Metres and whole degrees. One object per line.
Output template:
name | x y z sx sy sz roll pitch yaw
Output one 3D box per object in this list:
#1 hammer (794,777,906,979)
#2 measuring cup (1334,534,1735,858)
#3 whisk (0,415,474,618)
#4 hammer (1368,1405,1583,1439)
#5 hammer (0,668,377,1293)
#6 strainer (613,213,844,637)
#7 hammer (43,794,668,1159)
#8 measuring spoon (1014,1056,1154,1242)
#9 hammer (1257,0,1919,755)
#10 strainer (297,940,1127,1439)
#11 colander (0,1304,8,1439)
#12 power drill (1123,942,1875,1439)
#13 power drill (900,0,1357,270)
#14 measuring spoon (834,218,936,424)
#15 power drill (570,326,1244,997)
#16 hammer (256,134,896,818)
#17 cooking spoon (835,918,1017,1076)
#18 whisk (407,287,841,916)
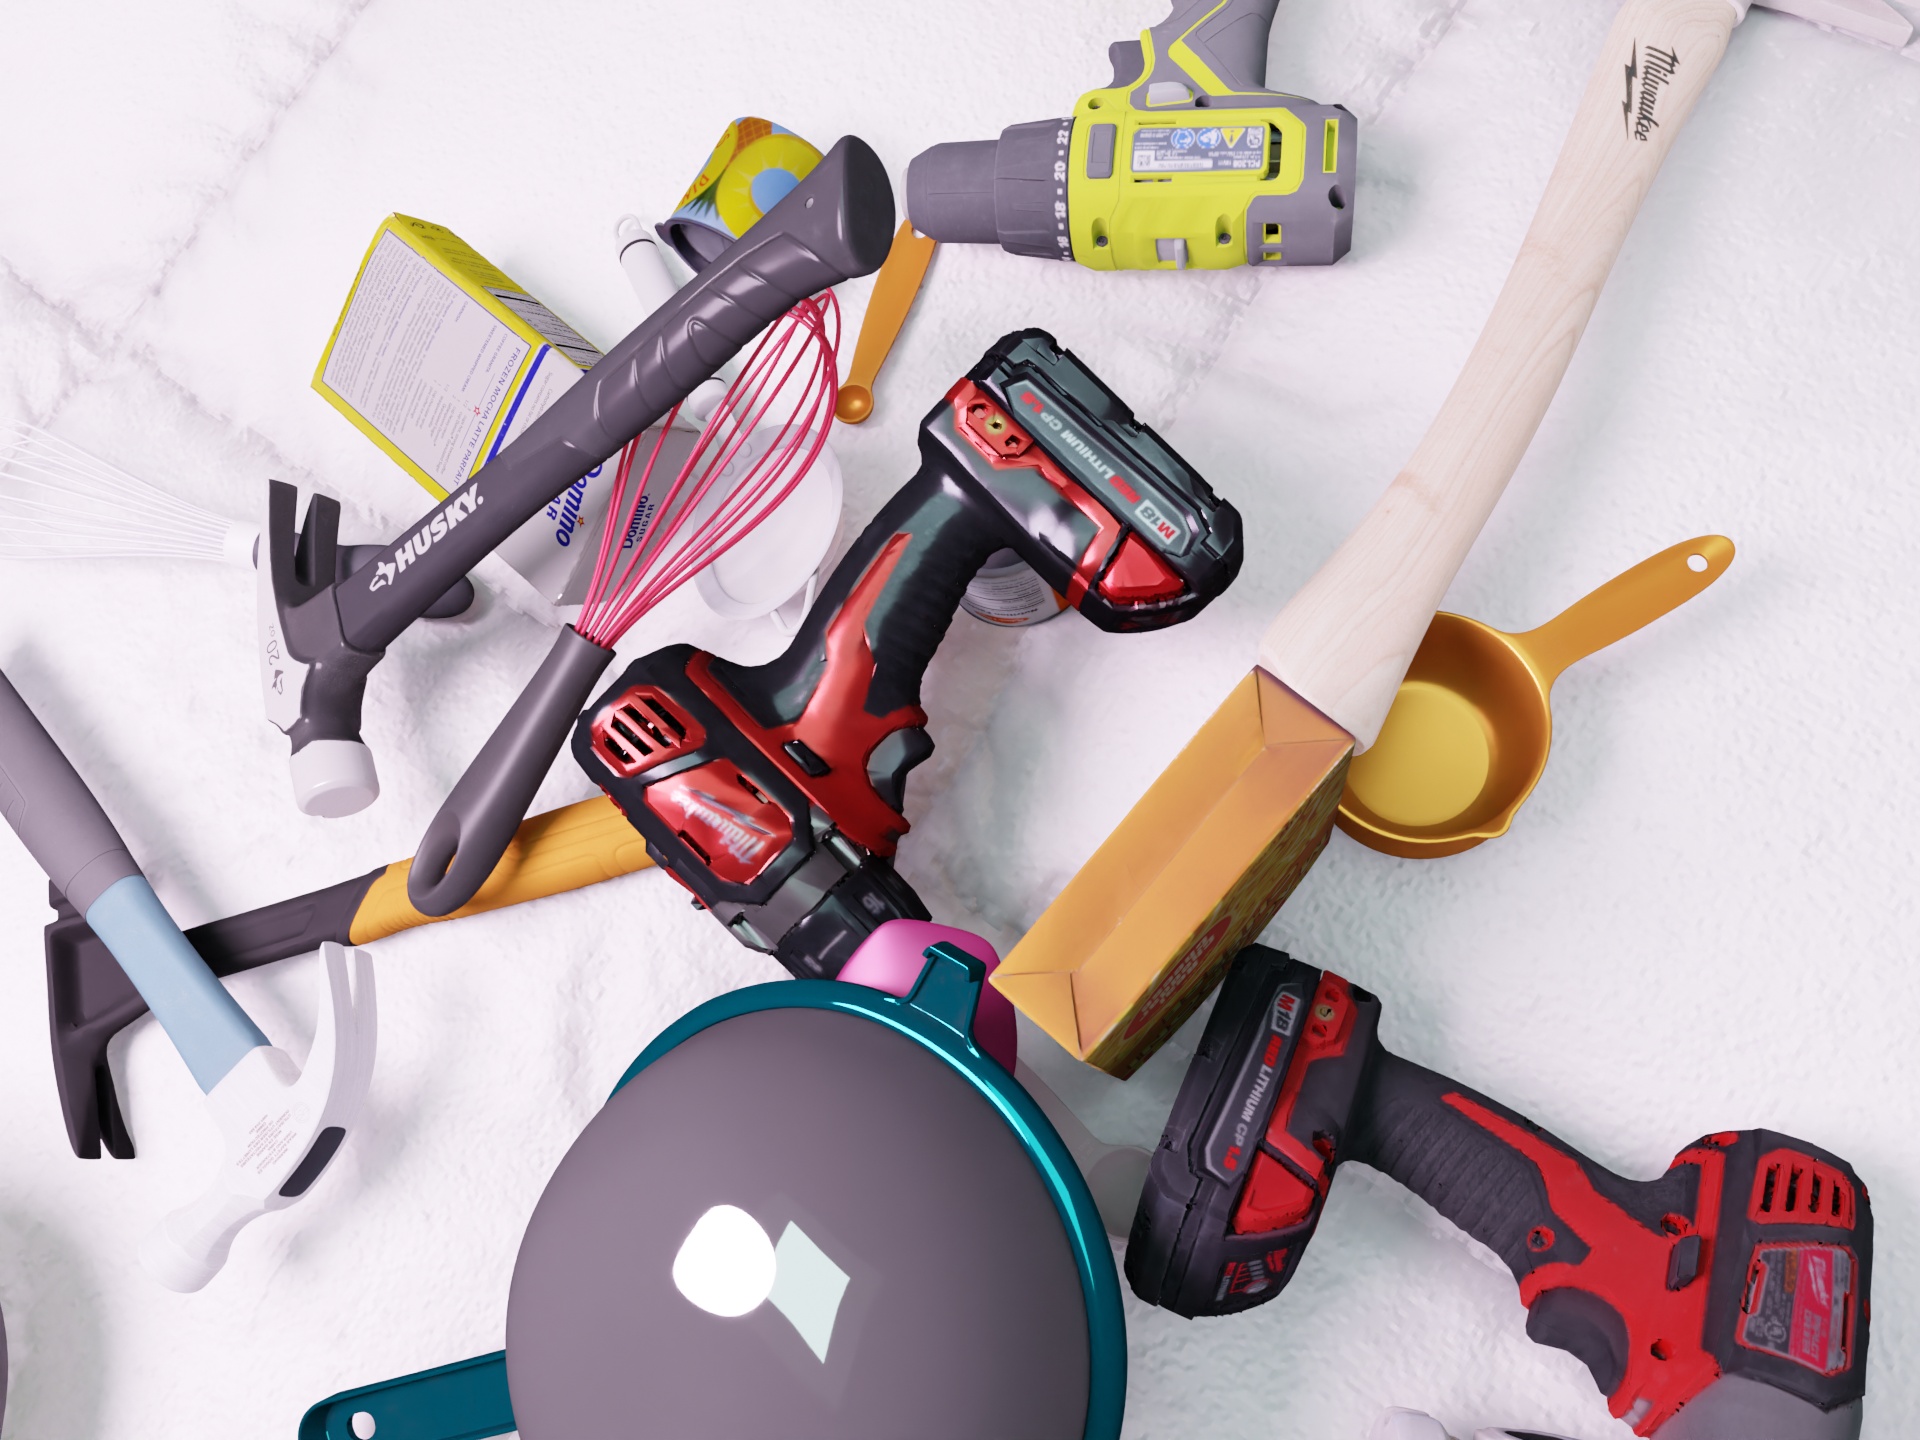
hammer | -0.050 0.139 0.593 0.149 0.036 0.409 6 79 12
measuring cup | 0.206 -0.013 0.592 0.173 0.052 0.095 -31 70 0
whisk | -0.352 -0.087 0.730 0.284 0.070 0.070 13 77 10
hammer | 0.168 0.420 0.474 0.143 0.038 0.386 12 79 1
hammer | -0.358 0.066 0.660 0.128 0.033 0.331 -45 69 -4
strainer | -0.104 -0.135 0.697 0.087 0.050 0.259 -39 63 22
hammer | -0.223 0.078 0.662 0.337 0.034 0.127 -18 70 6
measuring spoon | 0.031 0.149 0.602 0.124 0.018 0.034 38 81 26
hammer | 0.233 -0.159 0.605 0.146 0.038 0.411 25 72 16
strainer | -0.117 0.210 0.503 0.340 0.095 0.211 -23 78 24
colander | -0.390 0.295 0.616 0.397 0.094 0.204 31 82 0
power drill | 0.172 0.171 0.509 0.220 0.078 0.143 20 49 15
power drill | 0.077 -0.303 0.691 0.190 0.080 0.229 3 77 12
measuring spoon | -0.031 -0.182 0.713 0.021 0.011 0.117 15 74 15
power drill | -0.001 -0.002 0.563 0.226 0.080 0.188 -45 85 -2
hammer | -0.157 -0.104 0.601 0.334 0.035 0.146 -33 63 25
cooking spoon | -0.038 0.224 0.529 0.069 0.017 0.319 11 91 1
whisk | -0.135 -0.048 0.626 0.073 0.073 0.296 34 93 18
